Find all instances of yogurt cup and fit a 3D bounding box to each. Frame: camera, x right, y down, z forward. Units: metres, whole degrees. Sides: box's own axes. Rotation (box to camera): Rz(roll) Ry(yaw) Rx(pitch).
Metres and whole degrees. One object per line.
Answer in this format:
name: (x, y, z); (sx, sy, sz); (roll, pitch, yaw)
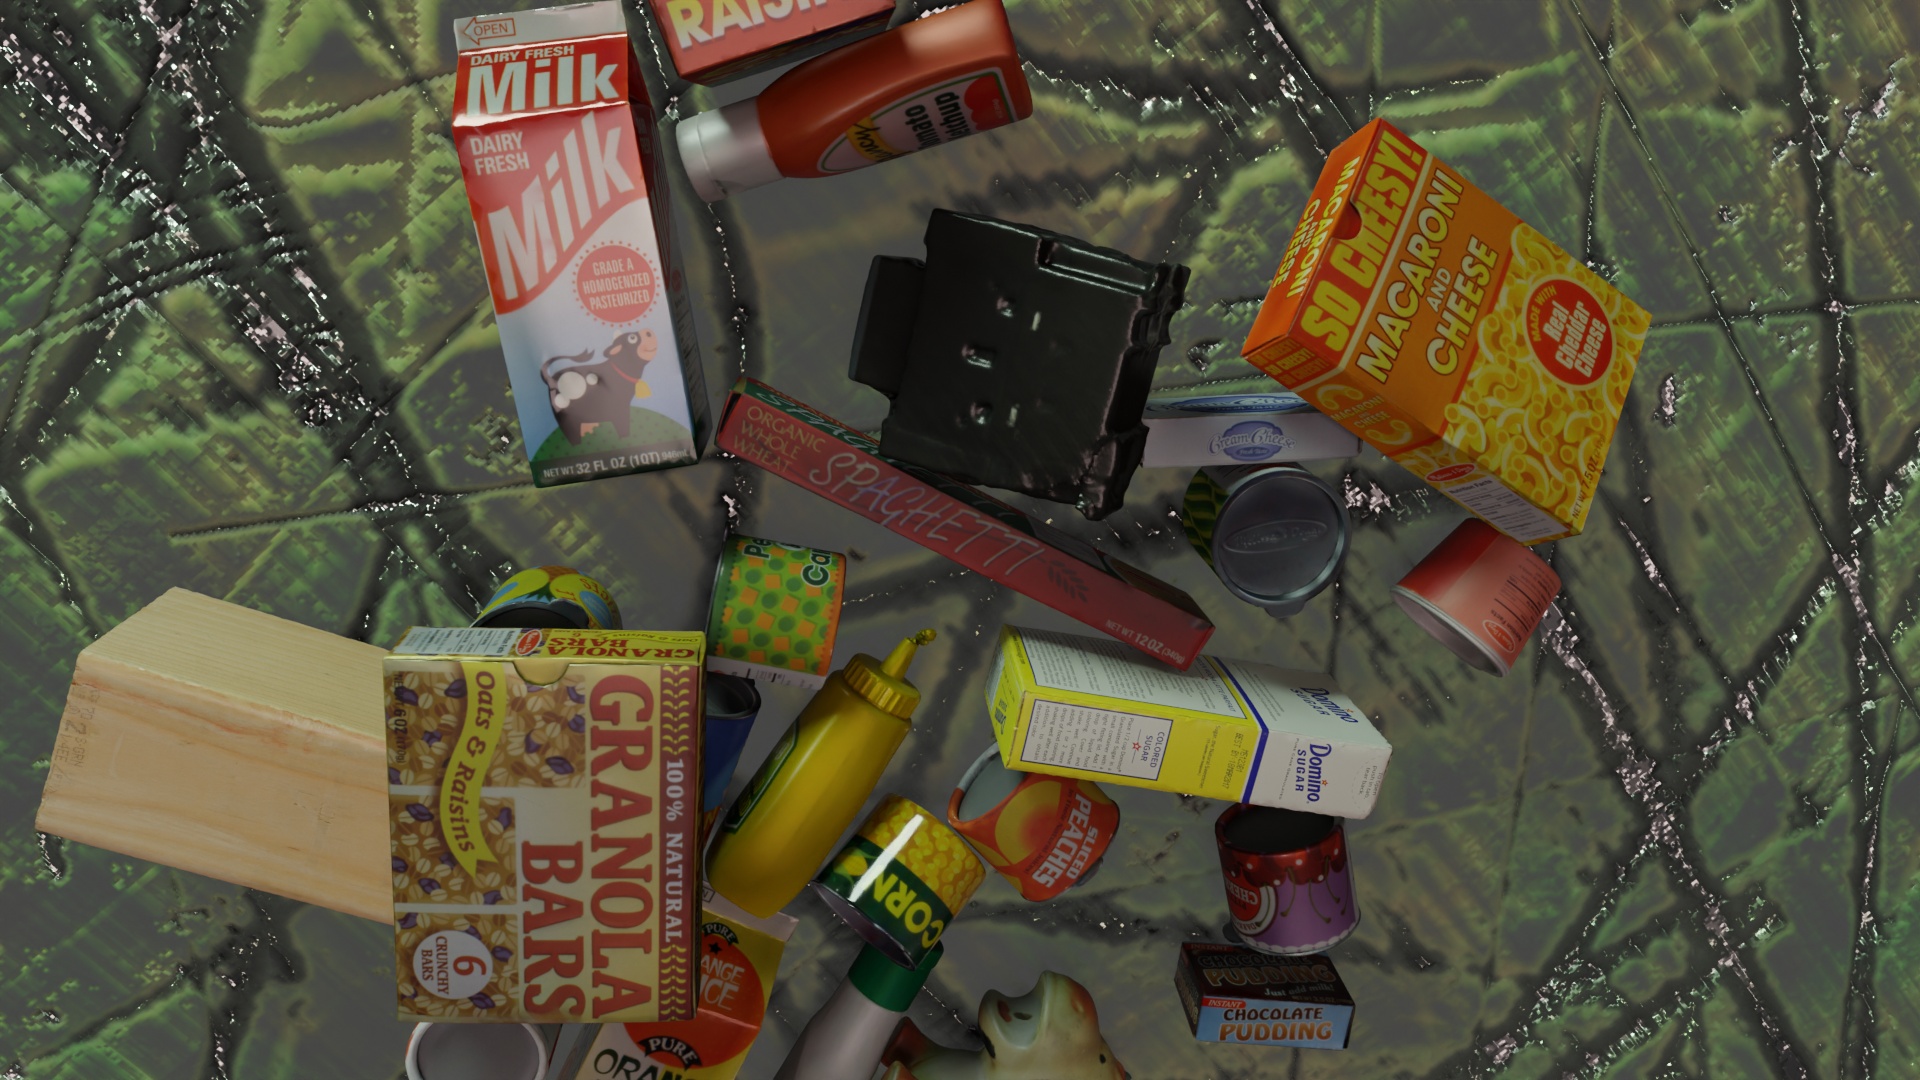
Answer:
yogurt cup: (0.254, 0.026, 0.679); (0.072, 0.072, 0.054); (39, 91, -14)

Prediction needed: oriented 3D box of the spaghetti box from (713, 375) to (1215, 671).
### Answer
spaghetti box: (0.002, -0.008, 0.652); (0.250, 0.050, 0.028); (26, 101, -11)

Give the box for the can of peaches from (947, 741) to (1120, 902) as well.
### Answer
can of peaches: (0.036, 0.135, 0.685); (0.071, 0.071, 0.058); (-41, 104, 7)

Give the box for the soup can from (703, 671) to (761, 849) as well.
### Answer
soup can: (-0.138, 0.103, 0.664); (0.071, 0.071, 0.083); (20, 104, -10)

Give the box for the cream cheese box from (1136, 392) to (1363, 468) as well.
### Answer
cream cheese box: (0.129, -0.052, 0.649); (0.104, 0.053, 0.024); (-3, 105, -4)

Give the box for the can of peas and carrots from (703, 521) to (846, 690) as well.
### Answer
can of peas and carrots: (-0.087, 0.031, 0.646); (0.059, 0.071, 0.070); (11, 105, -9)

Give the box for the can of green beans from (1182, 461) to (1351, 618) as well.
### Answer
can of green beans: (0.144, -0.008, 0.661); (0.071, 0.058, 0.071); (-1, 106, -5)

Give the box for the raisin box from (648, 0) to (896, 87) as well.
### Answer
raisin box: (-0.072, -0.212, 0.549); (0.086, 0.124, 0.040); (-17, 107, 0)

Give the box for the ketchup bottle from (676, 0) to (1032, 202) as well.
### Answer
ketchup bottle: (-0.046, -0.184, 0.594); (0.149, 0.064, 0.043); (-16, 78, 7)

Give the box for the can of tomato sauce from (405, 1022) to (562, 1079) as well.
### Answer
can of tomato sauce: (-0.228, 0.231, 0.681); (0.071, 0.083, 0.071); (-1, 106, -5)

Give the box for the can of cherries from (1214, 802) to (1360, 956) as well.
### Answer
can of cherries: (0.164, 0.169, 0.708); (0.071, 0.072, 0.058); (-13, 107, -1)

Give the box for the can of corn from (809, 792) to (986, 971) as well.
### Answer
can of corn: (-0.029, 0.166, 0.679); (0.071, 0.071, 0.058); (48, 68, -15)

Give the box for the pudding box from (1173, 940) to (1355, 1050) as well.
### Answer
pudding box: (0.161, 0.241, 0.738); (0.084, 0.050, 0.030); (6, 107, -6)

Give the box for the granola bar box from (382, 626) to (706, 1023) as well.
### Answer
granola bar box: (-0.171, 0.121, 0.583); (0.124, 0.039, 0.165); (2, 105, -7)

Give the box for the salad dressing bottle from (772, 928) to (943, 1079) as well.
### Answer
salad dressing bottle: (-0.062, 0.263, 0.720); (0.044, 0.064, 0.147); (31, 93, -3)

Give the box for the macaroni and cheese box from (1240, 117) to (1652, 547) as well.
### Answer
macaroni and cheese box: (0.223, -0.093, 0.625); (0.166, 0.040, 0.124); (31, 70, -13)

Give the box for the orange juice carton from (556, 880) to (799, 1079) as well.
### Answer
orange juice carton: (-0.153, 0.256, 0.701); (0.072, 0.073, 0.192); (25, 102, -11)

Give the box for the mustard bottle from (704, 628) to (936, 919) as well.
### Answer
mustard bottle: (-0.063, 0.104, 0.673); (0.049, 0.065, 0.160); (34, 94, -13)

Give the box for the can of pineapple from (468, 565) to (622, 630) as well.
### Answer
can of pineapple: (-0.192, 0.049, 0.646); (0.071, 0.058, 0.070); (-2, 106, -5)

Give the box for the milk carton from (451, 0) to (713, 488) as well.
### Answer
milk carton: (-0.160, -0.126, 0.591); (0.072, 0.073, 0.190); (-8, 106, -3)
